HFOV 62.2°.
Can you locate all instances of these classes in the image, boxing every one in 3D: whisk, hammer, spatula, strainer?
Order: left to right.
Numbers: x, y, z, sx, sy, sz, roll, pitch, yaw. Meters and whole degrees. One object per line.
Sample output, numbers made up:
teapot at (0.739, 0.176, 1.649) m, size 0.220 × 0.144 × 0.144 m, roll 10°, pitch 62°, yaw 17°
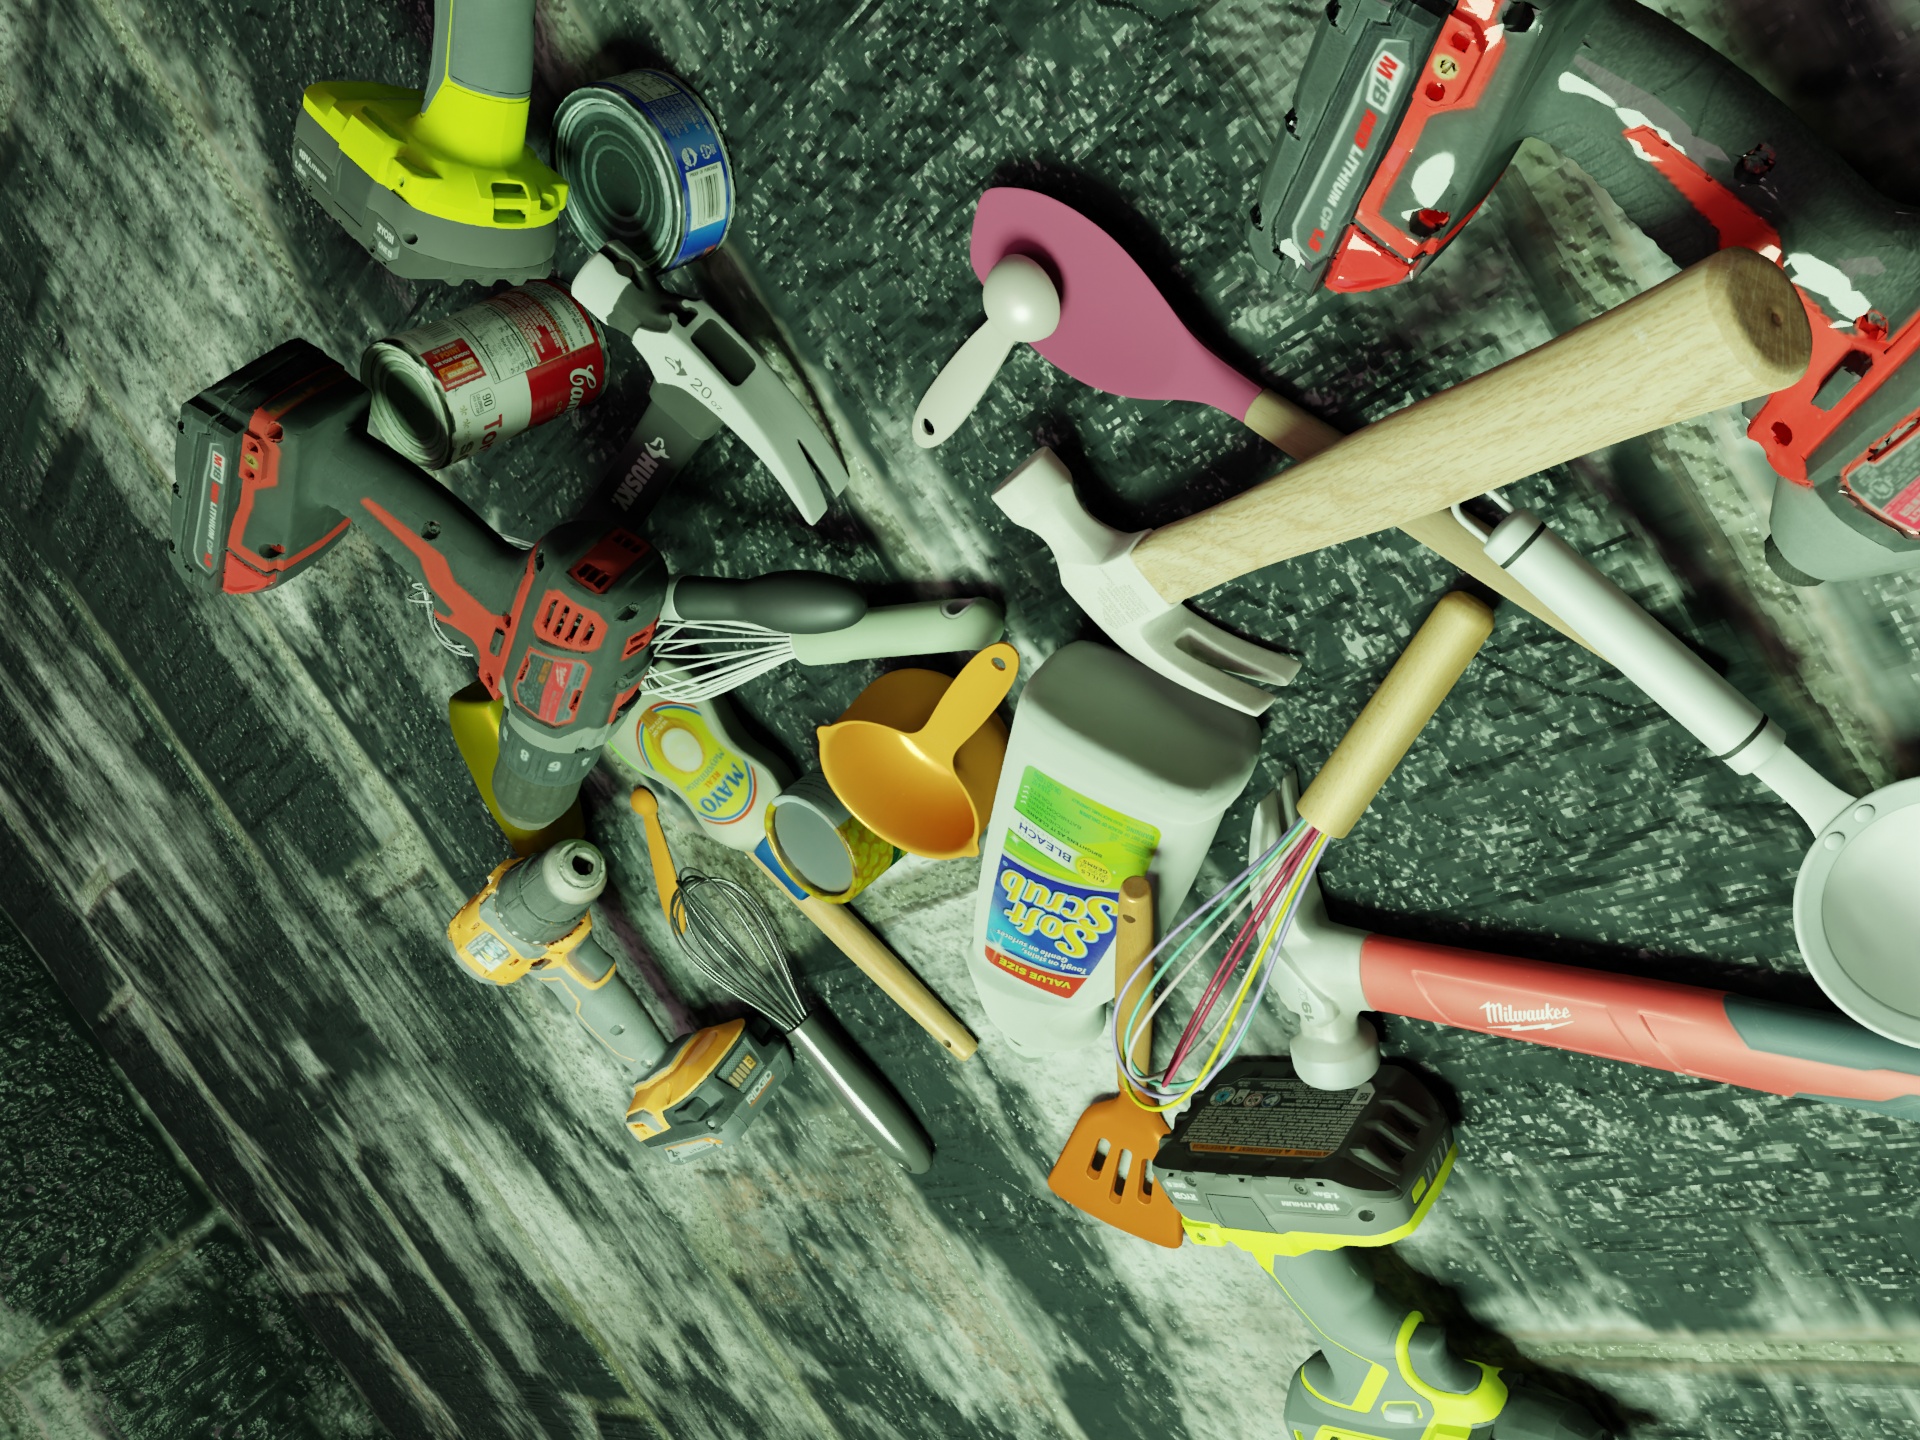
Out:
hammer at (-0.178, -0.101, 0.827) m, size 0.146 × 0.035 × 0.334 m, roll 41°, pitch 145°, yaw -10°
whisk at (-0.167, -0.063, 0.789) m, size 0.285 × 0.070 × 0.070 m, roll 4°, pitch 121°, yaw 30°
whisk at (-0.081, -0.038, 0.782) m, size 0.246 × 0.058 × 0.059 m, roll -3°, pitch 124°, yaw 36°
whisk at (-0.095, 0.184, 0.968) m, size 0.239 × 0.055 × 0.055 m, roll 50°, pitch 140°, yaw -4°
spatula at (0.079, 0.168, 0.755) m, size 0.081 × 0.041 × 0.322 m, roll 21°, pitch 149°, yaw 20°
whisk at (0.128, 0.058, 0.607) m, size 0.051 × 0.047 × 0.245 m, roll 28°, pitch 113°, yaw -3°
hammer at (0.123, -0.071, 0.512) m, size 0.130 × 0.031 × 0.331 m, roll 48°, pitch 159°, yaw -11°
hammer at (0.280, 0.101, 0.557) m, size 0.386 × 0.038 × 0.143 m, roll 5°, pitch 120°, yaw 41°
strainer at (0.255, 0.012, 0.498) m, size 0.258 × 0.050 × 0.087 m, roll 43°, pitch 109°, yaw 6°

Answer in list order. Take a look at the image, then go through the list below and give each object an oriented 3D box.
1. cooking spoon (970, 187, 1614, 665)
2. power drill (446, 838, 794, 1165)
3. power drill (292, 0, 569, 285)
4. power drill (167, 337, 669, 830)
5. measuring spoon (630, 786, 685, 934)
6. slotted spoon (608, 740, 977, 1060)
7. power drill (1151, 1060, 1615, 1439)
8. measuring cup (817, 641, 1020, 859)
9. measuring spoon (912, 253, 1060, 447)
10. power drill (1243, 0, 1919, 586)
cooking spoon at (0.127, -0.099, 0.570) m, size 0.319 × 0.017 × 0.068 m, roll 38°, pitch 147°, yaw 17°
power drill at (-0.214, 0.173, 1.015) m, size 0.226 × 0.084 × 0.185 m, roll 45°, pitch 141°, yaw -8°
power drill at (-0.215, -0.319, 0.661) m, size 0.191 × 0.080 × 0.228 m, roll 42°, pitch 127°, yaw 28°
power drill at (-0.257, -0.055, 0.762) m, size 0.226 × 0.080 × 0.187 m, roll 31°, pitch 132°, yaw 1°
measuring spoon at (-0.193, 0.093, 1.015) m, size 0.021 × 0.011 × 0.116 m, roll 17°, pitch 129°, yaw 34°
slotted spoon at (-0.106, 0.080, 0.914) m, size 0.314 × 0.031 × 0.070 m, roll 44°, pitch 135°, yaw 8°
power drill at (0.198, 0.268, 0.730) m, size 0.171 × 0.080 × 0.223 m, roll -13°, pitch 112°, yaw 47°
measuring cup at (-0.001, -0.002, 0.722) m, size 0.095 × 0.052 × 0.173 m, roll 38°, pitch 143°, yaw 0°
measuring spoon at (0.002, -0.142, 0.646) m, size 0.034 × 0.018 × 0.124 m, roll 51°, pitch 147°, yaw 3°
power drill at (0.196, -0.125, 0.433) m, size 0.220 × 0.078 × 0.143 m, roll 36°, pitch 156°, yaw 11°
